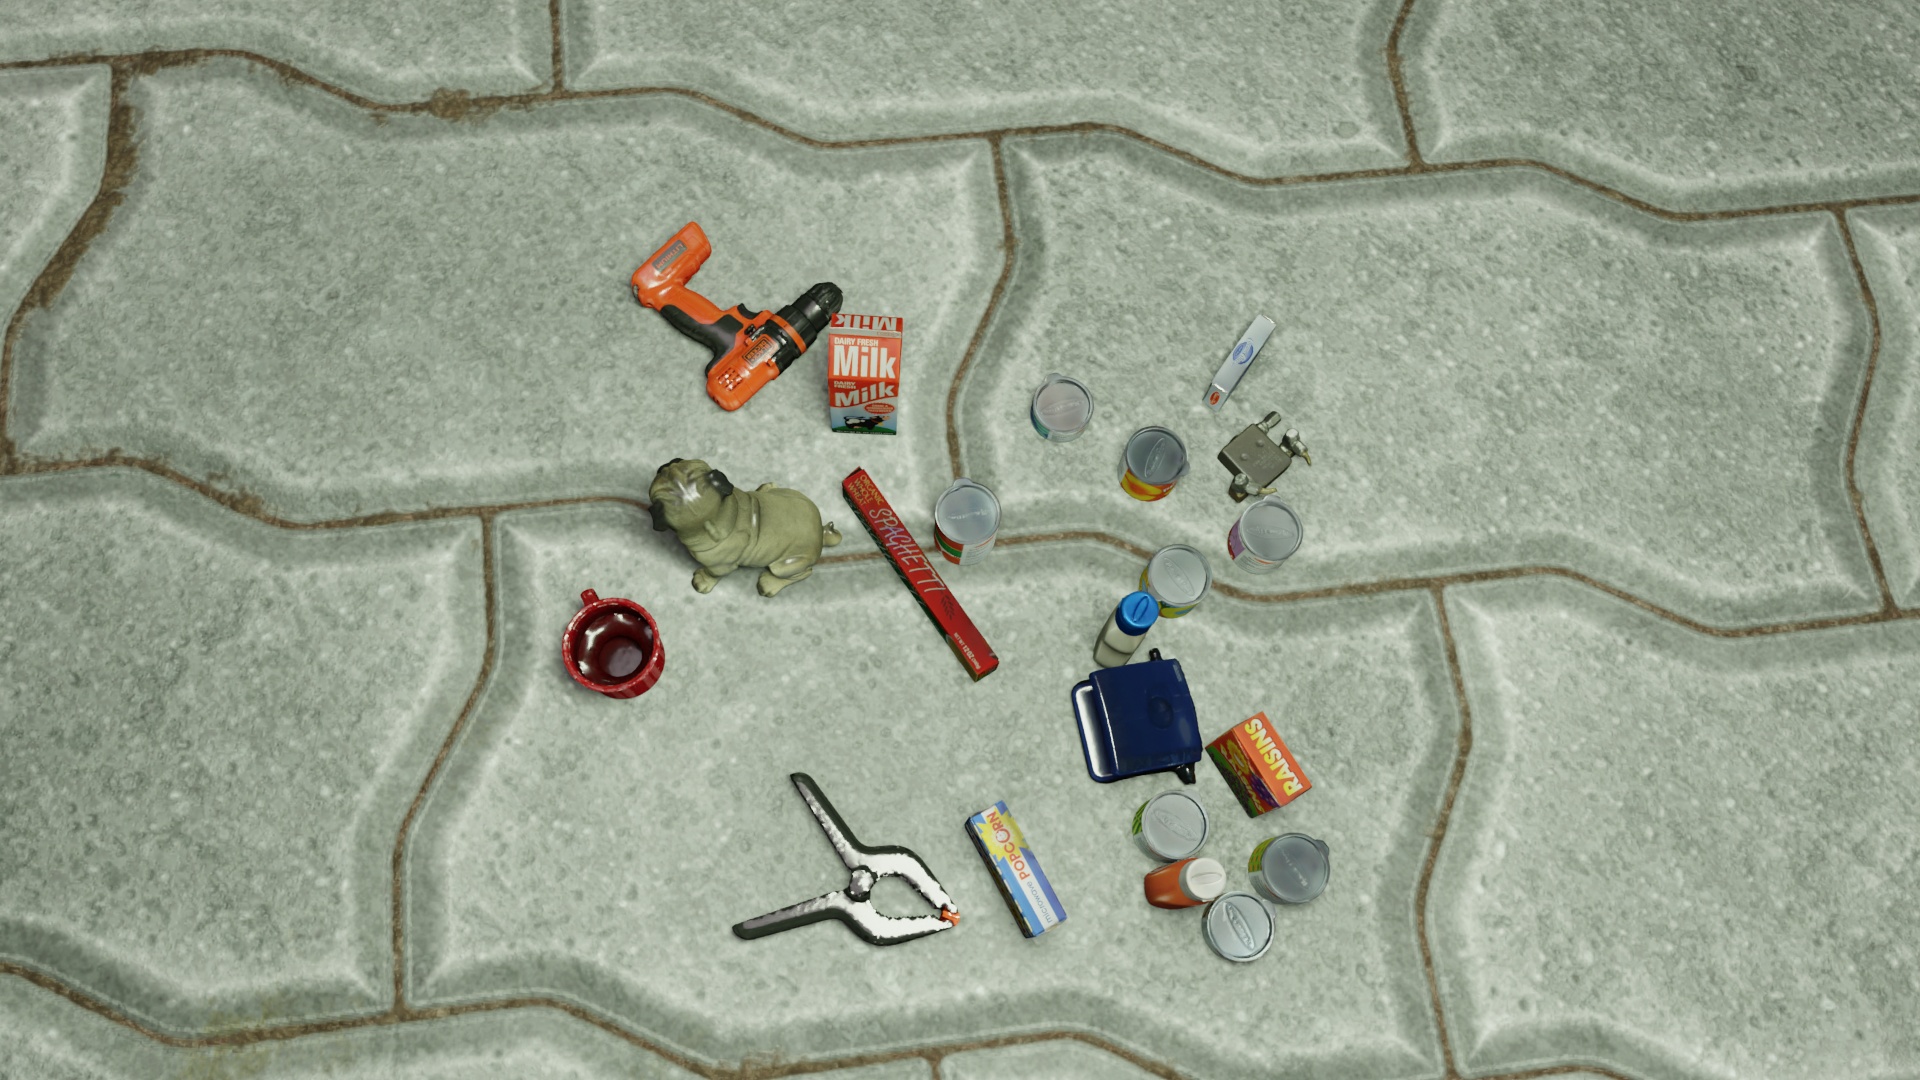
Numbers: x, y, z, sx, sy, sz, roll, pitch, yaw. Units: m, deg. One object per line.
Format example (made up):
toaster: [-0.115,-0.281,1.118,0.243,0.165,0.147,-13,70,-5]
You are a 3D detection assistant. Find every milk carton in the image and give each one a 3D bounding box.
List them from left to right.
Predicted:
milk carton: [-0.096,-0.174,1.412,0.072,0.190,0.073,3,73,-2]

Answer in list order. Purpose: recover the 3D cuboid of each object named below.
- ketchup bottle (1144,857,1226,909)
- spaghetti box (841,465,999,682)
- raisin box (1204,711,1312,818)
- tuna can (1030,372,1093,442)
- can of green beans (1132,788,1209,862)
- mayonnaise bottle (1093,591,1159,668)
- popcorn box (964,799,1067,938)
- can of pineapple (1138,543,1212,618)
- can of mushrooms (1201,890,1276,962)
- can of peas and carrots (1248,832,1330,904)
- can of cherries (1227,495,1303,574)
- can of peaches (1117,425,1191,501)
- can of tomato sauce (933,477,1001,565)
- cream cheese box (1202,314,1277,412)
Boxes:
ketchup bottle: [0.215,0.321,1.299,0.065,0.148,0.043,-7,74,-5]
spaghetti box: [-0.043,0.034,1.424,0.029,0.050,0.250,-33,78,-12]
raisin box: [0.286,0.219,1.348,0.040,0.123,0.086,-29,77,-11]
tuna can: [0.108,-0.143,1.496,0.071,0.032,0.071,1,73,-3]
can of green beans: [0.205,0.280,1.359,0.071,0.057,0.071,1,73,-3]
mayonnaise bottle: [0.165,0.086,1.369,0.041,0.147,0.065,28,74,5]
popcorn box: [0.051,0.315,1.325,0.038,0.085,0.127,-27,76,-10]
can of pineapple: [0.219,0.043,1.432,0.071,0.057,0.071,1,73,-3]
can of mushrooms: [0.271,0.373,1.346,0.071,0.033,0.071,1,73,-3]
can of peas and carrots: [0.321,0.318,1.353,0.071,0.058,0.071,1,73,-3]
can of cherries: [0.318,-0.005,1.452,0.071,0.058,0.071,1,73,-3]
can of peaches: [0.204,-0.079,1.469,0.071,0.058,0.071,1,73,-3]
can of tomato sauce: [0.005,-0.018,1.426,0.071,0.083,0.071,1,73,-3]
cream cheese box: [0.303,-0.193,1.512,0.024,0.053,0.104,34,74,7]
